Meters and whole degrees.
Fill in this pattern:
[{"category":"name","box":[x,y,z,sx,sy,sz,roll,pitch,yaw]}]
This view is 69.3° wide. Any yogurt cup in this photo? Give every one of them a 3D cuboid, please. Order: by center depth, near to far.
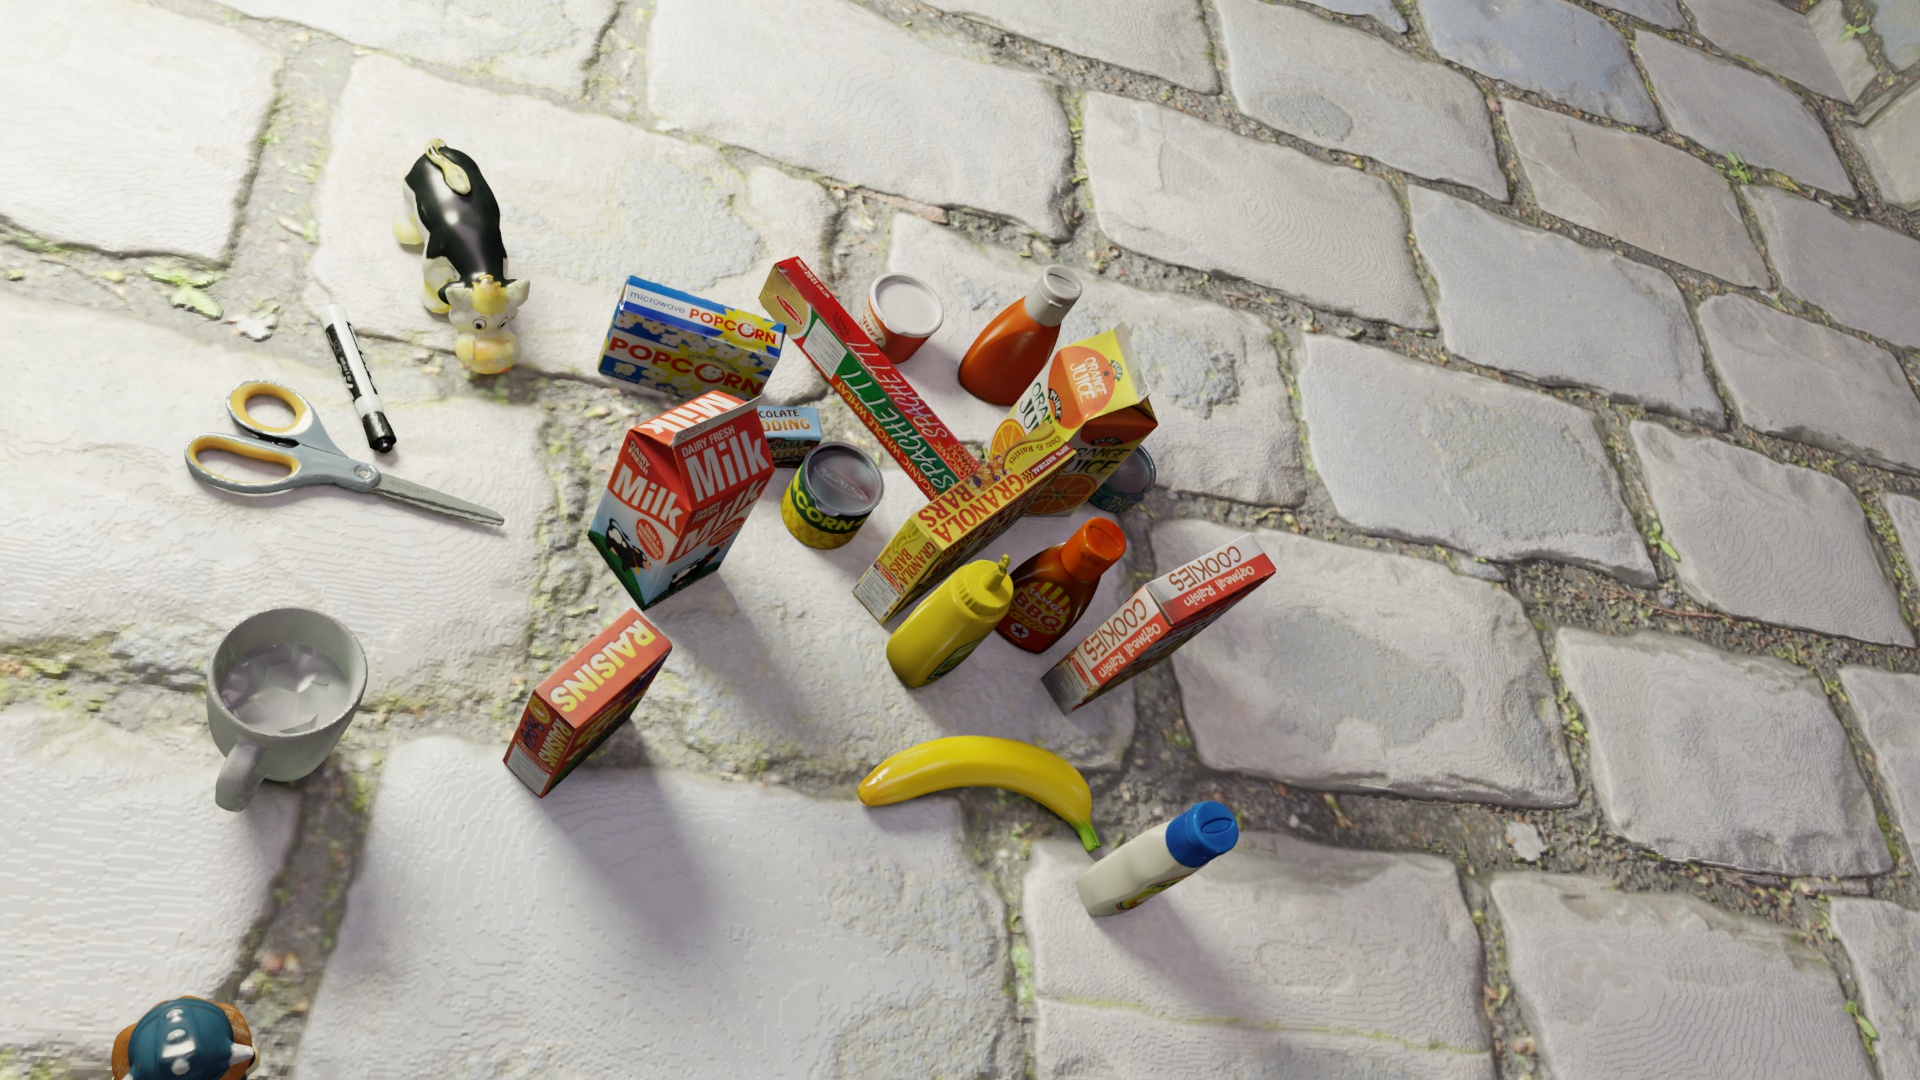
[{"category":"yogurt cup","box":[-0.055,-0.190,1.202,0.072,0.053,0.073,13,56,-20]}]

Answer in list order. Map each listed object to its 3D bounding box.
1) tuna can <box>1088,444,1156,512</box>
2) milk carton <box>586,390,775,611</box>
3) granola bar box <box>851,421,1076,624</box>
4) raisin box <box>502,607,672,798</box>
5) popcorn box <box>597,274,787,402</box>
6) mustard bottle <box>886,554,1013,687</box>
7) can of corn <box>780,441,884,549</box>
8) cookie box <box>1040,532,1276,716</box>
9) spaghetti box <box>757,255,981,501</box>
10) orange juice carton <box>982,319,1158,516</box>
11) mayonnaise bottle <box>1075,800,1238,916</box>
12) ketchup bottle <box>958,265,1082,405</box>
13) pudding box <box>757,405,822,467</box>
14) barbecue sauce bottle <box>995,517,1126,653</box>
[{"category":"tuna can","box":[0.138,-0.058,1.234,0.071,0.032,0.071,13,56,-20]},{"category":"milk carton","box":[-0.189,-0.035,0.948,0.073,0.189,0.073,-31,79,-37]},{"category":"granola bar box","box":[0.004,-0.014,1.078,0.039,0.123,0.166,48,51,6]},{"category":"raisin box","box":[-0.237,0.104,0.880,0.040,0.122,0.086,43,51,2]},{"category":"popcorn box","box":[-0.209,-0.149,1.077,0.127,0.084,0.038,16,55,-18]},{"category":"mustard bottle","box":[-0.001,0.054,1.010,0.065,0.159,0.049,-28,76,-37]},{"category":"can of corn","box":[-0.101,-0.032,1.077,0.071,0.058,0.071,13,56,-20]},{"category":"cookie box","box":[0.152,0.067,1.078,0.123,0.166,0.040,-23,74,-36]},{"category":"spaghetti box","box":[-0.075,-0.129,1.156,0.250,0.050,0.029,49,52,7]},{"category":"orange juice carton","box":[0.095,-0.096,1.133,0.073,0.191,0.072,-1,62,-28]},{"category":"mayonnaise bottle","box":[0.141,0.226,0.985,0.065,0.147,0.041,-7,65,-31]},{"category":"ketchup bottle","box":[0.054,-0.175,1.189,0.065,0.148,0.044,21,54,-15]},{"category":"pudding box","box":[-0.155,-0.081,1.085,0.084,0.049,0.030,-1,62,-28]},{"category":"barbecue sauce bottle","box":[0.076,0.033,1.072,0.065,0.147,0.044,36,51,-3]}]
